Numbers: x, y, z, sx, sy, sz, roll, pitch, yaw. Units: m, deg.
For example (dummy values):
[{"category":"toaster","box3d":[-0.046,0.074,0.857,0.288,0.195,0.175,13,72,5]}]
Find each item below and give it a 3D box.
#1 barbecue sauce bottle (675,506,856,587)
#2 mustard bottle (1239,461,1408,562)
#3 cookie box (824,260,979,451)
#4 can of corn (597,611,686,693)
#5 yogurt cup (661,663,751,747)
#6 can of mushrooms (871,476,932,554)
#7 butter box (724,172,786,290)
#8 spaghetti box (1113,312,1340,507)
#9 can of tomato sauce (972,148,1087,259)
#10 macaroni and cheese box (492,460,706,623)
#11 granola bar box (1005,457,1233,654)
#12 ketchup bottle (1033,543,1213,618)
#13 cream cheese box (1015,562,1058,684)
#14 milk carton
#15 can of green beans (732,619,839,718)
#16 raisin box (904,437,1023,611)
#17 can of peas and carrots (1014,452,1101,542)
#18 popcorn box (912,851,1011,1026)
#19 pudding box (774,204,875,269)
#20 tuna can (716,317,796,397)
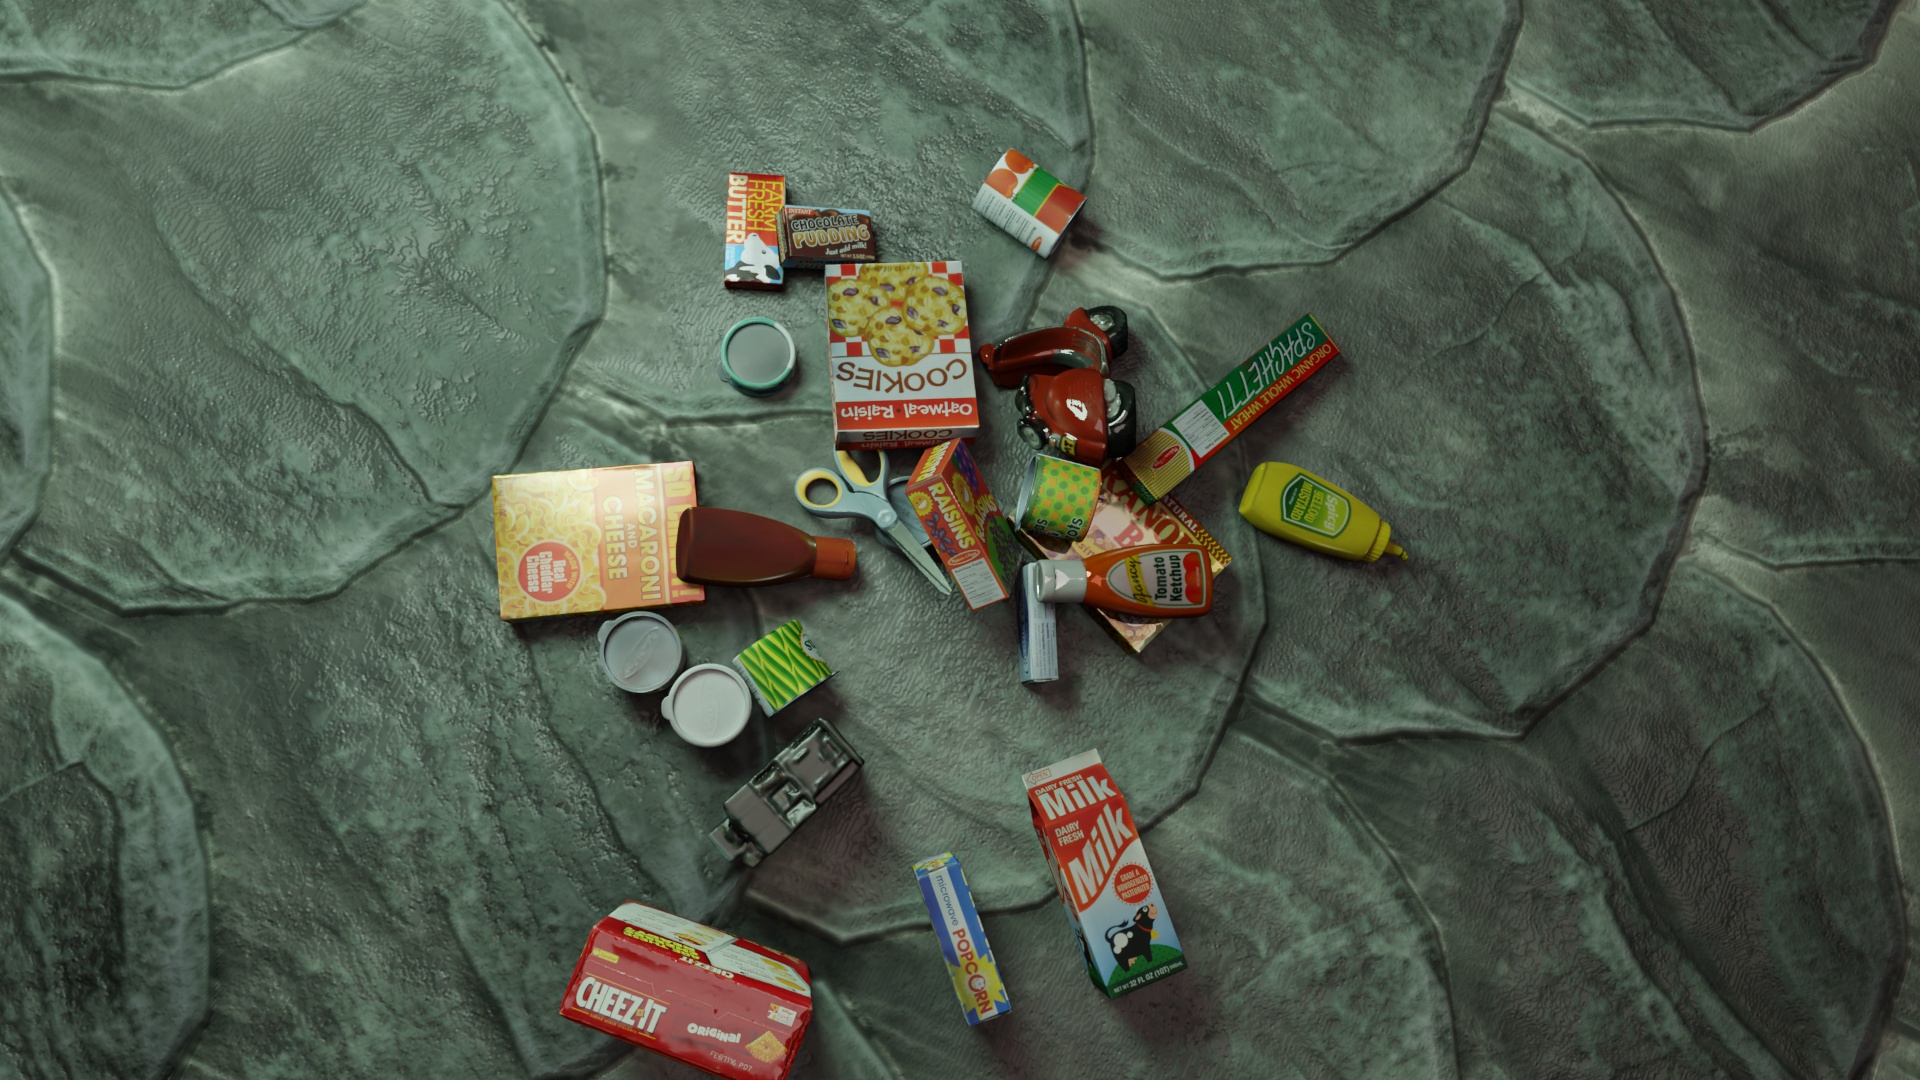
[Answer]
[{"category":"barbecue sauce bottle","box3d":[-0.162,0.010,1.171,0.149,0.043,0.065,6,77,-27]},{"category":"mustard bottle","box3d":[0.336,-0.017,1.256,0.160,0.048,0.065,23,81,-3]},{"category":"cookie box","box3d":[-0.053,-0.163,1.219,0.123,0.040,0.168,-3,68,-8]},{"category":"can of corn","box3d":[-0.266,0.093,1.159,0.071,0.058,0.071,1,81,-7]},{"category":"yogurt cup","box3d":[-0.209,0.138,1.161,0.072,0.054,0.072,1,81,-7]},{"category":"can of mushrooms","box3d":[-0.044,-0.023,1.218,0.071,0.033,0.071,1,81,-6]},{"category":"butter box","box3d":[-0.184,-0.277,1.245,0.053,0.024,0.103,1,81,-7]},{"category":"spaghetti box","box3d":[0.243,-0.120,1.249,0.251,0.028,0.050,-38,87,-22]},{"category":"can of tomato sauce","box3d":[0.064,-0.307,1.260,0.083,0.071,0.071,34,79,0]},{"category":"macaroni and cheese box","box3d":[-0.305,0.001,1.178,0.167,0.040,0.124,-5,82,-7]},{"category":"granola bar box","box3d":[0.139,0.000,1.234,0.124,0.039,0.165,-43,88,-12]},{"category":"ketchup bottle","box3d":[0.137,0.035,1.179,0.149,0.043,0.065,0,81,-12]},{"category":"cream cheese box","box3d":[0.066,0.072,1.206,0.024,0.053,0.104,-1,81,-9]},{"category":"milk carton","box3d":[0.117,0.277,1.170,0.072,0.073,0.190,-19,84,-9]},{"category":"can of green beans","box3d":[-0.149,0.107,1.167,0.071,0.071,0.058,-33,86,-11]},{"category":"raisin box","box3d":[0.004,-0.015,1.175,0.040,0.086,0.123,-21,109,21]},{"category":"can of peas and carrots","box3d":[0.082,-0.034,1.177,0.059,0.071,0.071,14,80,-5]},{"category":"popcorn box","box3d":[-0.001,0.324,1.141,0.038,0.085,0.126,-19,84,-8]},{"category":"pudding box","box3d":[-0.120,-0.269,1.237,0.084,0.030,0.049,-2,81,-28]},{"category":"tuna can","box3d":[-0.180,-0.161,1.223,0.071,0.032,0.071,1,81,-7]}]
